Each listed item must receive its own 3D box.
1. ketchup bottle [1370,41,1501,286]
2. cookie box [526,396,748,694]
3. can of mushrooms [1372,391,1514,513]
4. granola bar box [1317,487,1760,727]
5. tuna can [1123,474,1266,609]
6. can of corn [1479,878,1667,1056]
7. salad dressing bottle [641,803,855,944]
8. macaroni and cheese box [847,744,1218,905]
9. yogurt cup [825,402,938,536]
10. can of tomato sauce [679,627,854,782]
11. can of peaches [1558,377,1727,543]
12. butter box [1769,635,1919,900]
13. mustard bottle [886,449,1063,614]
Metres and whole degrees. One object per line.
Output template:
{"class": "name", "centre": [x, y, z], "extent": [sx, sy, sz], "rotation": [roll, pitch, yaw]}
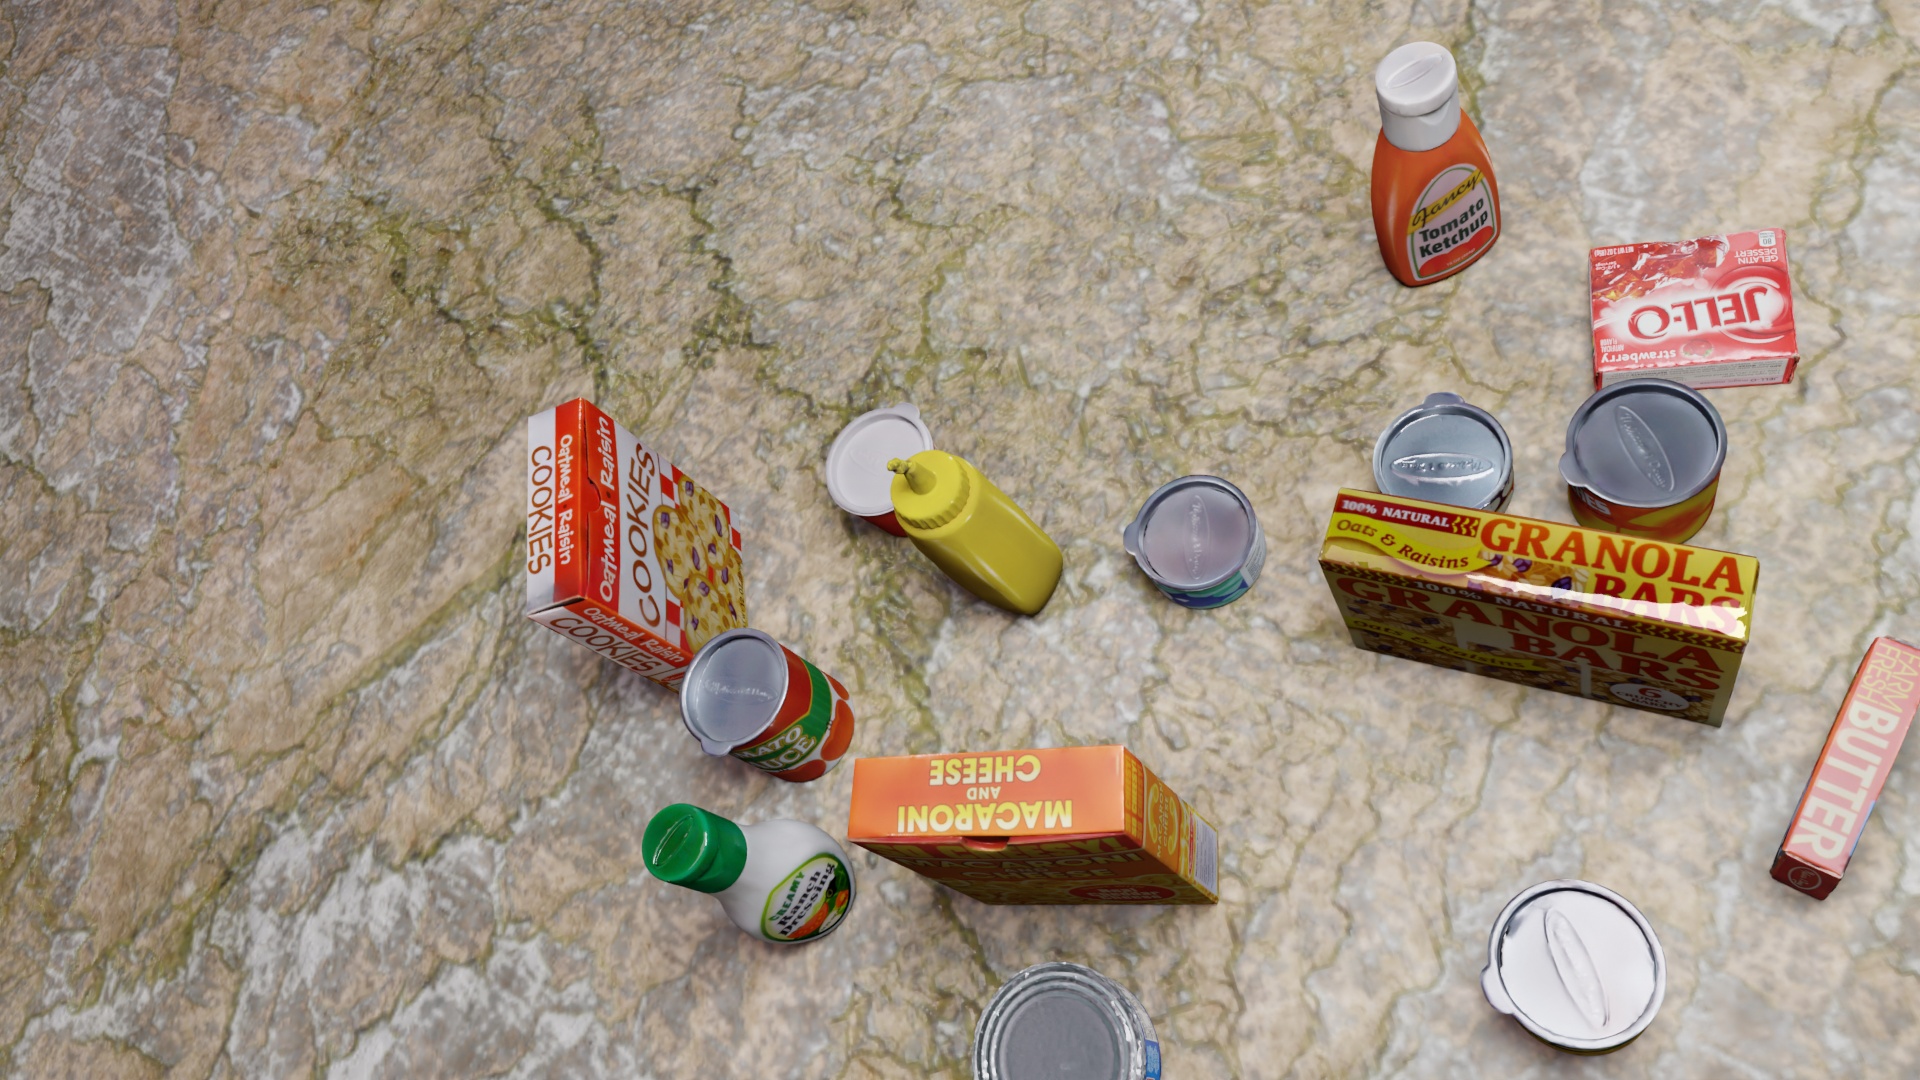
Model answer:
{"class": "ketchup bottle", "centre": [0.239, -0.191, 0.708], "extent": [0.064, 0.148, 0.044], "rotation": [-30, 59, 9]}
{"class": "cookie box", "centre": [-0.179, 0.011, 0.791], "extent": [0.040, 0.167, 0.123], "rotation": [-18, 61, 16]}
{"class": "can of mushrooms", "centre": [0.245, -0.037, 0.703], "extent": [0.071, 0.033, 0.071], "rotation": [-9, 64, 20]}
{"class": "granola bar box", "centre": [0.253, 0.029, 0.616], "extent": [0.165, 0.124, 0.039], "rotation": [12, 73, 28]}
{"class": "tuna can", "centre": [0.125, 0.002, 0.739], "extent": [0.071, 0.032, 0.071], "rotation": [-9, 64, 20]}
{"class": "can of corn", "centre": [0.256, 0.181, 0.584], "extent": [0.071, 0.058, 0.071], "rotation": [-10, 64, 20]}
{"class": "salad dressing bottle", "centre": [-0.104, 0.166, 0.699], "extent": [0.044, 0.147, 0.064], "rotation": [33, 83, 32]}
{"class": "macaroni and cheese box", "centre": [0.040, 0.136, 0.637], "extent": [0.123, 0.166, 0.040], "rotation": [-7, 65, 22]}
{"class": "yogurt cup", "centre": [-0.038, -0.037, 0.817], "extent": [0.072, 0.054, 0.072], "rotation": [-9, 64, 20]}
{"class": "can of tomato sauce", "centre": [-0.105, 0.095, 0.770], "extent": [0.071, 0.083, 0.071], "rotation": [-10, 64, 20]}
{"class": "can of peaches", "centre": [0.319, -0.033, 0.654], "extent": [0.071, 0.058, 0.071], "rotation": [-10, 64, 20]}
{"class": "butter box", "centre": [0.369, 0.094, 0.576], "extent": [0.024, 0.053, 0.103], "rotation": [24, 79, 31]}
{"class": "mustard bottle", "centre": [0.003, -0.009, 0.723], "extent": [0.065, 0.160, 0.049], "rotation": [23, 79, 31]}
